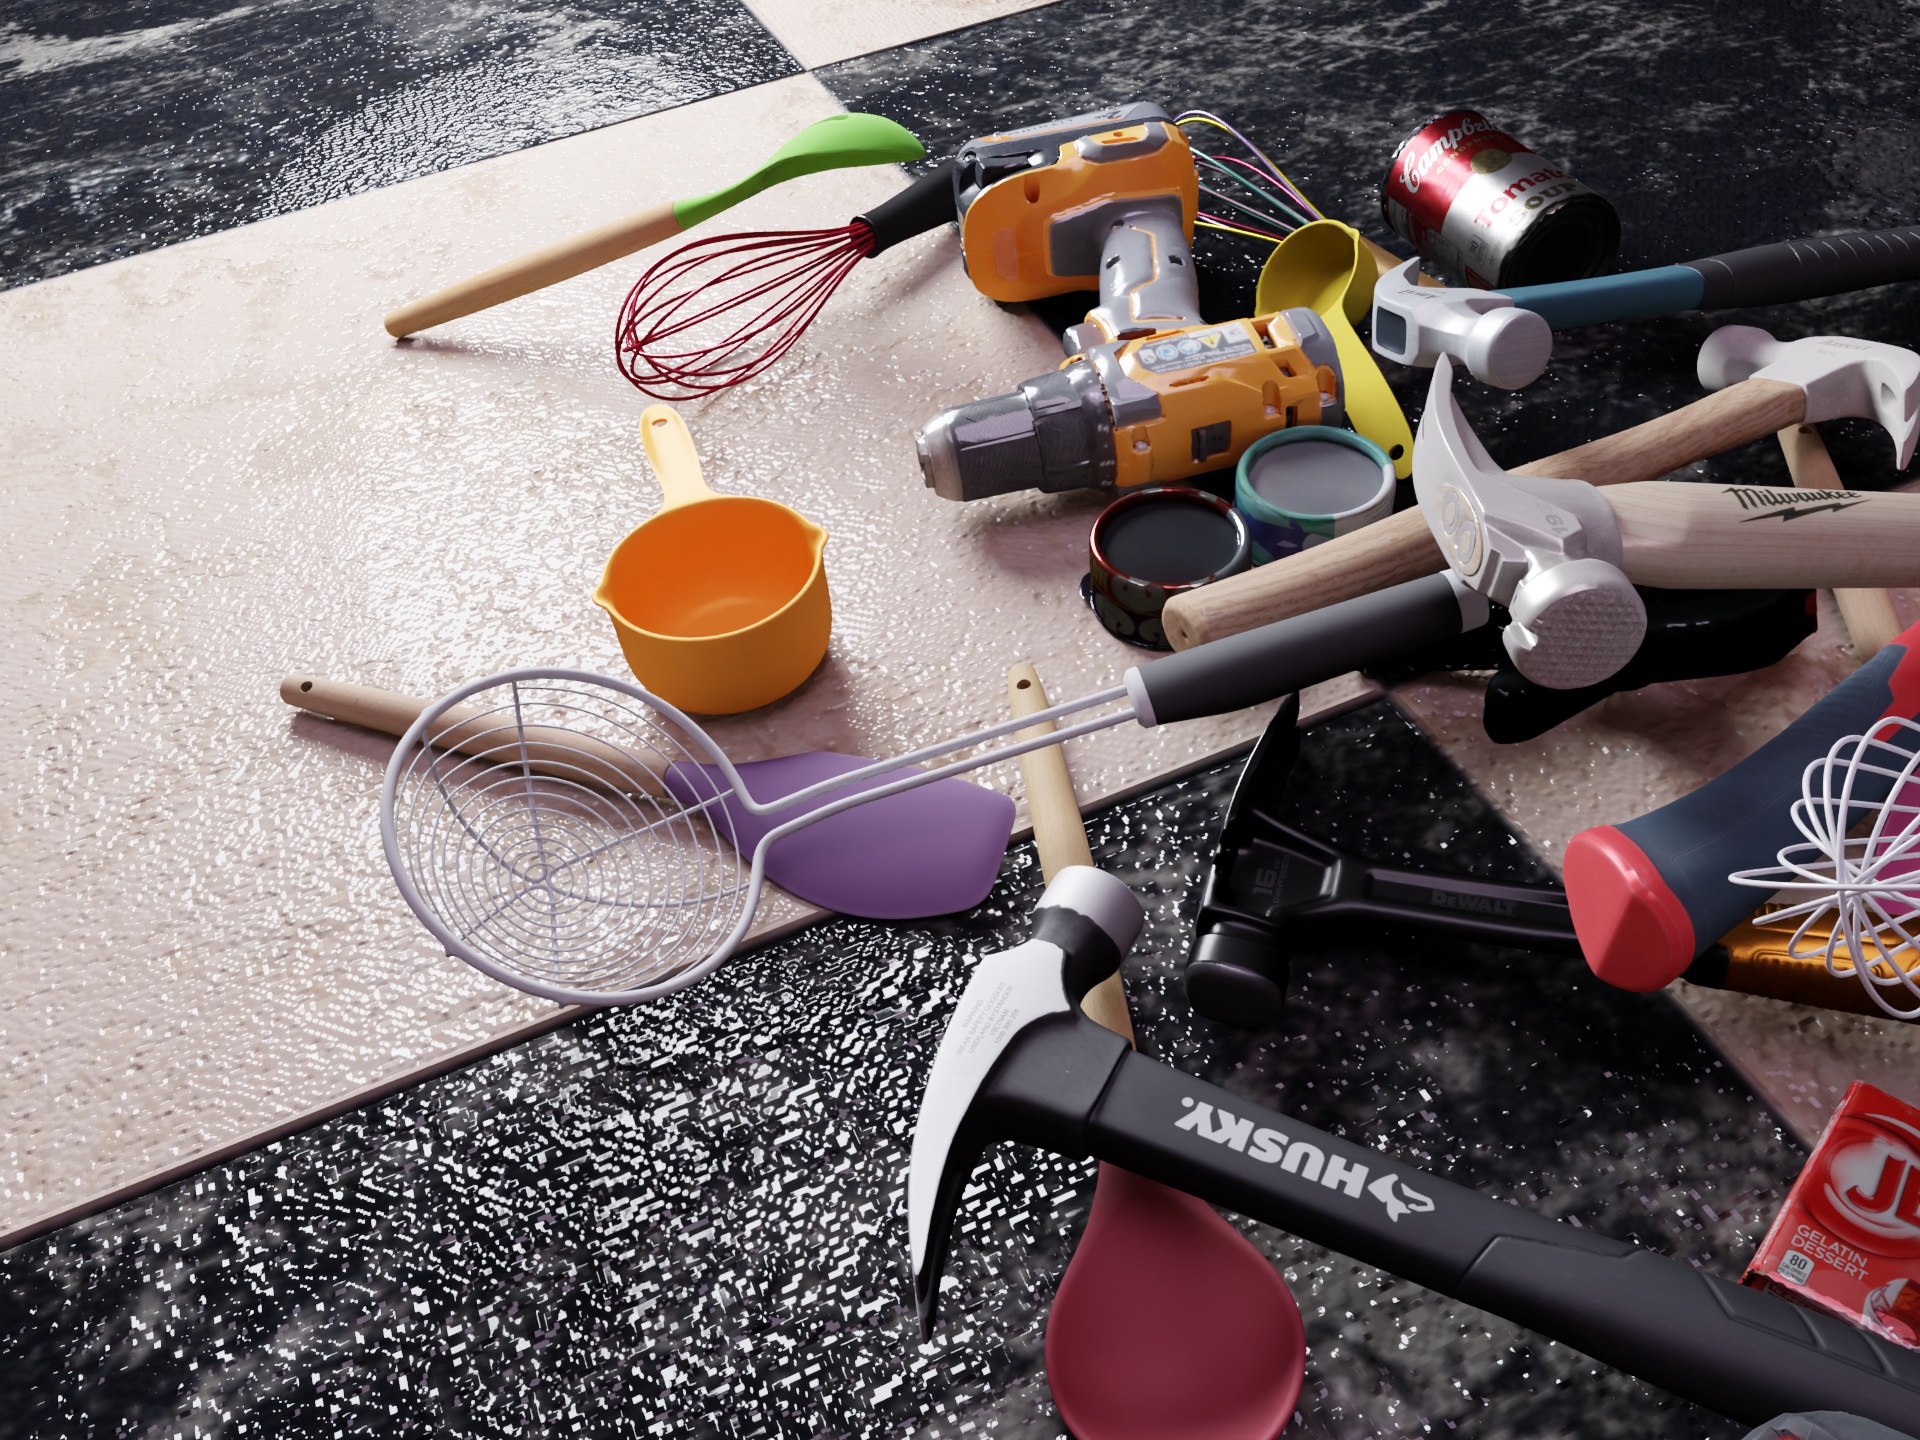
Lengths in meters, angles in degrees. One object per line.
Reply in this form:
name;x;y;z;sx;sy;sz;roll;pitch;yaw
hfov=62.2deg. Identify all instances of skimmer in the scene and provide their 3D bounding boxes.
skimmer;-0.001;-0.002;0.525;0.363;0.090;0.127;-17;61;2

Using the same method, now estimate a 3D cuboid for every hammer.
hammer;0.230;-0.089;0.617;0.331;0.031;0.130;-22;24;-15
hammer;0.329;-0.191;0.700;0.331;0.033;0.128;-12;25;-18
hammer;0.331;-0.008;0.511;0.386;0.038;0.143;-27;50;-32
hammer;0.357;-0.064;0.523;0.410;0.038;0.146;1;40;-6
hammer;0.142;0.141;0.394;0.335;0.035;0.146;17;46;23
hammer;0.246;0.064;0.487;0.337;0.034;0.127;8;48;20

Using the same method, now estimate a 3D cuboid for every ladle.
ladle;0.043;0.088;0.509;0.069;0.031;0.316;-12;43;2

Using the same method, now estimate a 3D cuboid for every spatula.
spatula;-0.132;0.019;0.604;0.316;0.018;0.060;13;66;19

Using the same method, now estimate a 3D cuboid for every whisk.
whisk;-0.063;-0.246;0.830;0.073;0.073;0.296;29;51;30
whisk;0.179;-0.243;0.811;0.047;0.051;0.245;-42;56;-3
whisk;0.296;0.032;0.426;0.284;0.070;0.070;-2;36;-39

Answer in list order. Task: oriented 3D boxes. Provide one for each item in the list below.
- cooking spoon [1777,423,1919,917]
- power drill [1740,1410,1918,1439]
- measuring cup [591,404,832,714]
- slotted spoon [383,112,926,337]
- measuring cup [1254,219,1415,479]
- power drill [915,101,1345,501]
cooking spoon;0.338;-0.012;0.572;0.069;0.017;0.319;-3;46;13
power drill;0.104;0.233;0.288;0.219;0.143;0.079;-36;47;-17
measuring cup;-0.108;-0.070;0.668;0.095;0.052;0.174;-17;44;-9
slotted spoon;-0.165;-0.248;0.808;0.314;0.031;0.070;-14;10;19
measuring cup;0.184;-0.167;0.738;0.062;0.029;0.157;-37;52;31
power drill;0.054;-0.191;0.747;0.185;0.084;0.226;-14;50;-4
